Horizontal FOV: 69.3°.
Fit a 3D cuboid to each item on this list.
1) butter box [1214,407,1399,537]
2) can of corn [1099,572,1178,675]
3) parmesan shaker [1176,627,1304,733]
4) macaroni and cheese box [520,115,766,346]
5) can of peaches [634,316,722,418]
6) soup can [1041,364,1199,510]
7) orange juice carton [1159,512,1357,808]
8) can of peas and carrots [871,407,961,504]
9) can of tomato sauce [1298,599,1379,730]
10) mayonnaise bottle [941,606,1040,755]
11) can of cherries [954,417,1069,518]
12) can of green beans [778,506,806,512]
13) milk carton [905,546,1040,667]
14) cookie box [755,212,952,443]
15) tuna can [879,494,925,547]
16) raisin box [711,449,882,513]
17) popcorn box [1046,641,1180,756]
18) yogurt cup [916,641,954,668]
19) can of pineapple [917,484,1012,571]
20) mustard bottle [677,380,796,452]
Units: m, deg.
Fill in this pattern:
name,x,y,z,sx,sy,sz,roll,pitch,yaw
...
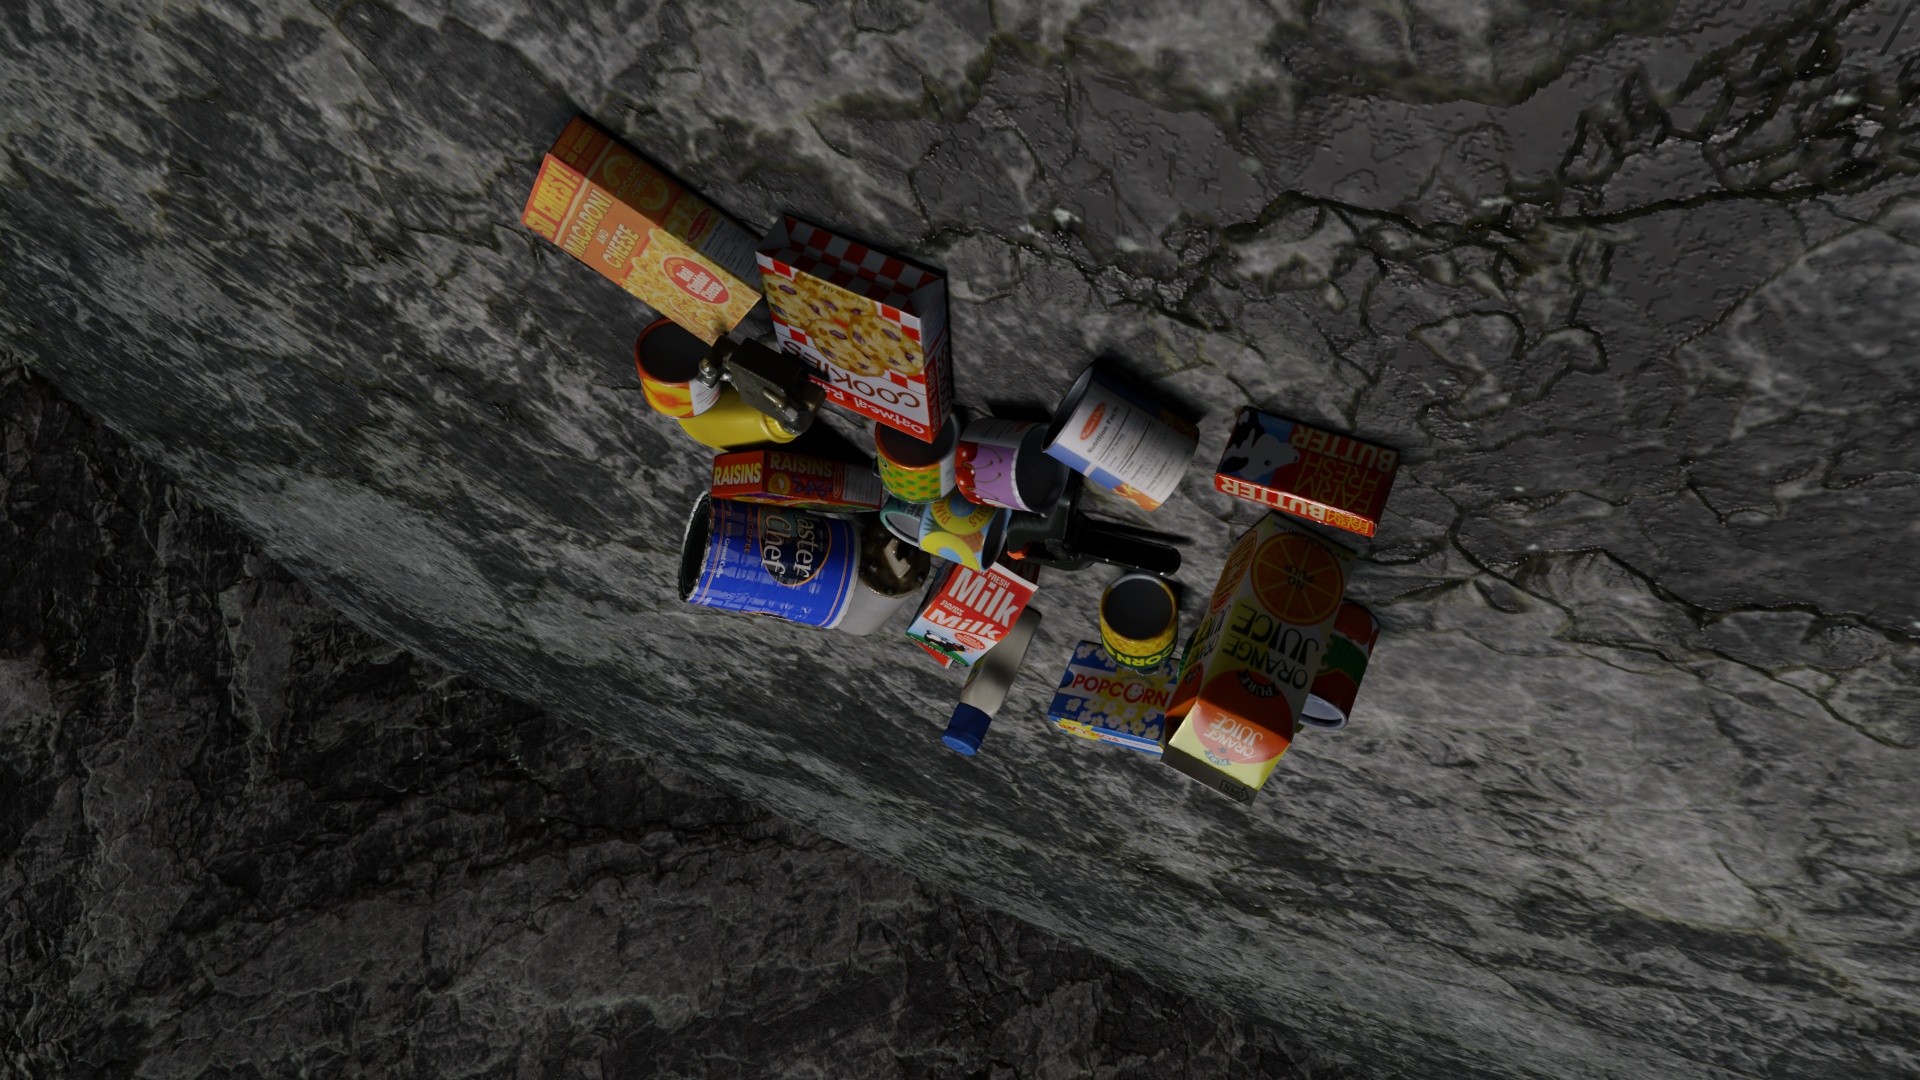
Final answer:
name,x,y,z,sx,sy,sz,roll,pitch,yaw
butter box,0.215,-0.043,0.864,0.103,0.053,0.024,19,158,19
can of corn,0.151,0.070,1.168,0.071,0.071,0.058,20,156,17
parmesan shaker,0.244,0.118,1.178,0.103,0.071,0.071,14,155,30
macaroni and cheese box,-0.221,-0.215,0.989,0.166,0.040,0.123,33,158,-17
can of peaches,-0.231,-0.141,1.128,0.071,0.071,0.058,25,158,4
soup can,0.105,-0.068,0.919,0.084,0.071,0.071,29,158,-8
orange juice carton,0.204,0.086,0.976,0.072,0.193,0.072,26,159,-1
can of peas and carrots,-0.034,-0.070,1.065,0.071,0.071,0.058,22,157,10
can of tomato sauce,0.274,0.091,1.058,0.071,0.083,0.071,23,157,10
mayonnaise bottle,0.029,0.134,1.342,0.041,0.148,0.064,29,157,-6
can of cherries,0.038,-0.053,1.019,0.058,0.072,0.071,9,152,38
can of green beans,-0.189,-0.029,1.334,0.071,0.071,0.057,14,154,28
milk carton,0.014,0.051,1.275,0.072,0.074,0.190,29,158,-5
cookie box,-0.069,-0.145,0.975,0.123,0.040,0.166,24,158,12
tuna can,-0.035,-0.022,1.221,0.071,0.033,0.070,23,158,10
raisin box,-0.141,-0.051,1.201,0.123,0.040,0.086,7,175,-40
popcorn box,0.156,0.150,1.320,0.126,0.085,0.038,8,152,38
yogurt cup,-0.016,0.088,1.407,0.054,0.072,0.072,34,158,4
can of pineapple,0.004,-0.014,1.150,0.058,0.071,0.070,19,157,17
mustard bottle,-0.171,-0.105,1.167,0.160,0.049,0.065,3,153,43
